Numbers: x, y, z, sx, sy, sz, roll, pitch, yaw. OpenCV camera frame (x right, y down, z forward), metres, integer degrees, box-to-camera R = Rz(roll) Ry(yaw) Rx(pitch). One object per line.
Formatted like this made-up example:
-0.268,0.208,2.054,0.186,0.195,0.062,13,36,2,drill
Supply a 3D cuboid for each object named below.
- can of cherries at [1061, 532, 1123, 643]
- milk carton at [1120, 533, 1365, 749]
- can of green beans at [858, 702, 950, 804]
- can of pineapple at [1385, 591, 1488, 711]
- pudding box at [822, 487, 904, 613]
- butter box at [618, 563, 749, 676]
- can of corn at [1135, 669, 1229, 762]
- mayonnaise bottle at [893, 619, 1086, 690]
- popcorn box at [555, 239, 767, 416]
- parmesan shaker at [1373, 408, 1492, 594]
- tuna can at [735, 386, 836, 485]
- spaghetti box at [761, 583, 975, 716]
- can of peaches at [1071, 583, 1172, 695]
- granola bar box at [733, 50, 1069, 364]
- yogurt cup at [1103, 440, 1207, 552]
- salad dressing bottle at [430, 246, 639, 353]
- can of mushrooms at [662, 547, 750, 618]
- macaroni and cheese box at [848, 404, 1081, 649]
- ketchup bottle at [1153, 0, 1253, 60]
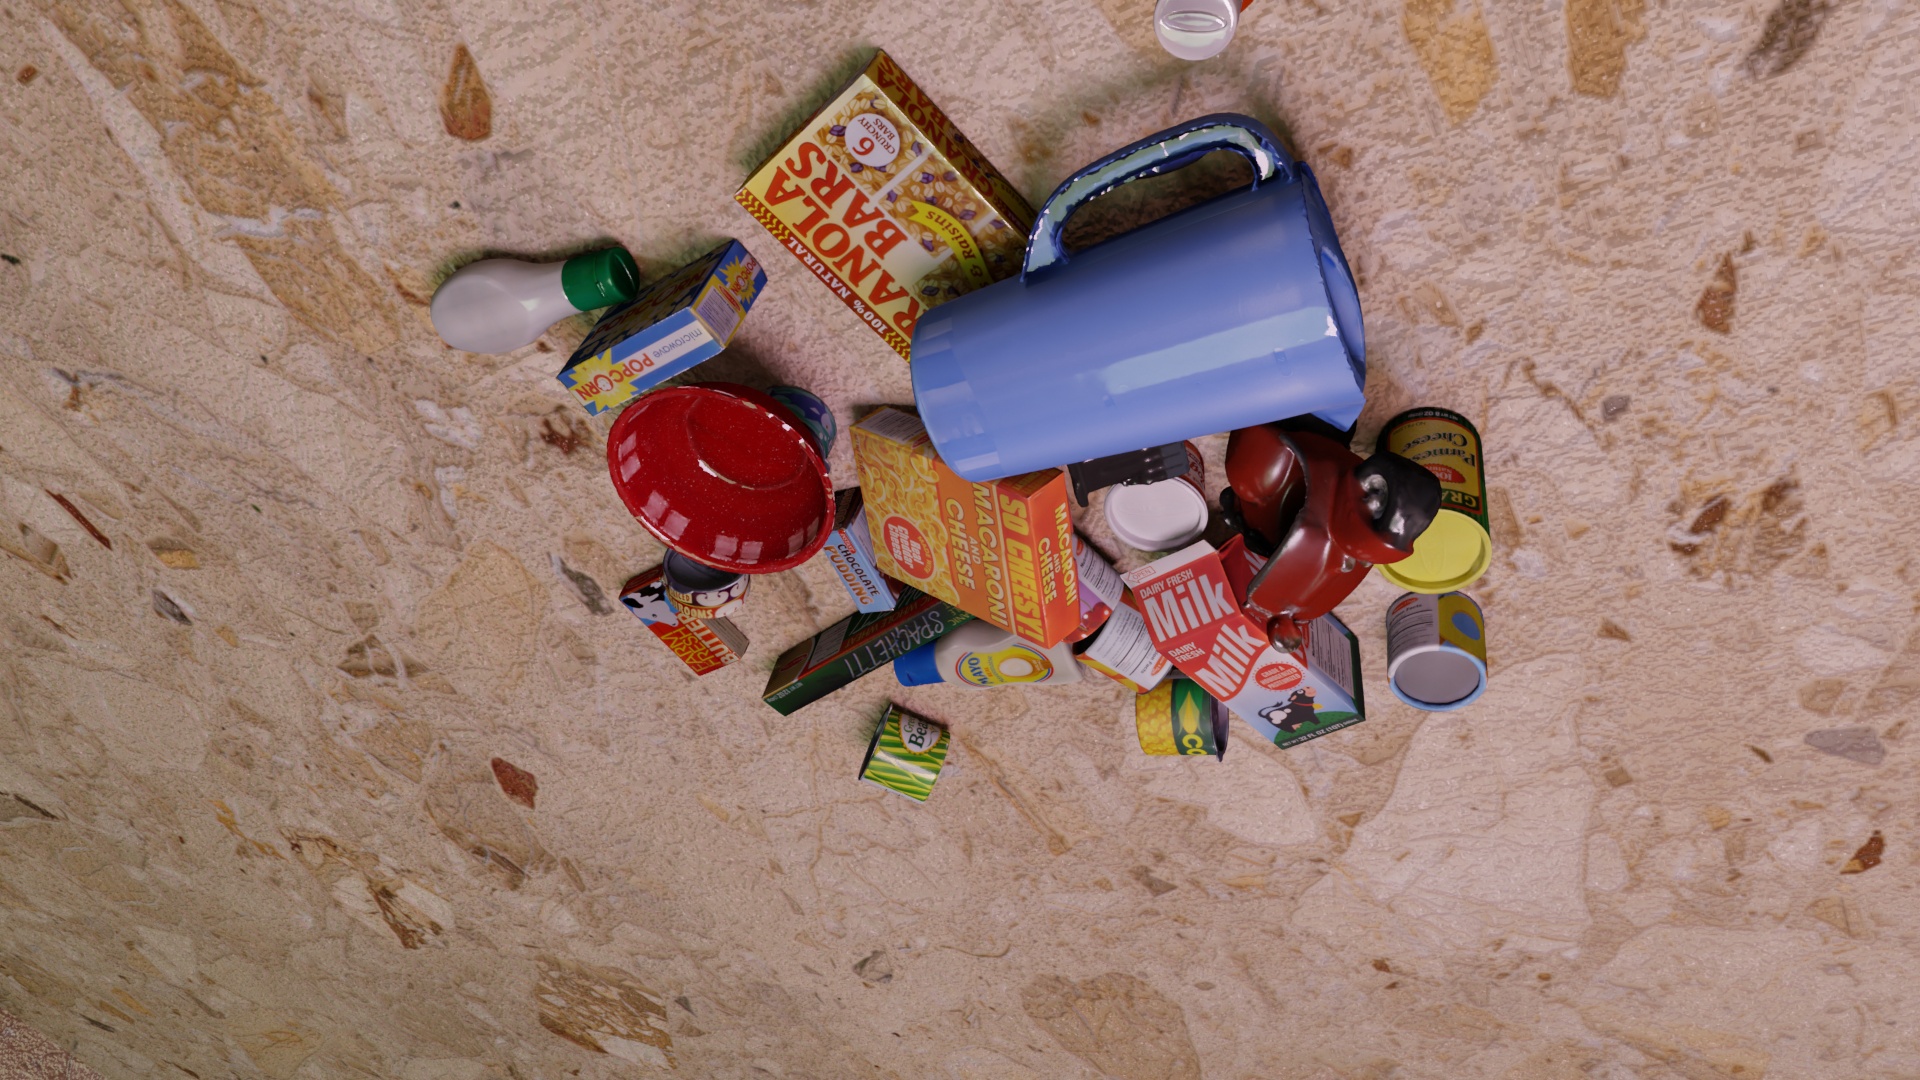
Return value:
0.072,0.032,0.995,0.058,0.072,0.071,40,130,-21,can of cherries
0.196,0.062,0.959,0.072,0.074,0.190,-27,128,35,milk carton
-0.047,0.181,1.165,0.058,0.071,0.071,23,134,-5,can of green beans
0.330,0.077,0.961,0.071,0.058,0.070,8,133,9,can of pineapple
-0.071,0.008,1.029,0.030,0.050,0.083,-10,127,26,pudding box
-0.227,0.066,1.146,0.053,0.024,0.103,-23,121,32,butter box
0.168,0.133,1.052,0.058,0.071,0.071,-4,130,21,can of corn
0.021,0.088,1.078,0.148,0.041,0.064,-10,129,24,mayonnaise bottle
-0.194,-0.139,0.909,0.126,0.085,0.038,-20,123,31,popcorn box
0.285,-0.026,0.851,0.071,0.103,0.071,8,132,9,parmesan shaker
-0.120,-0.073,0.982,0.071,0.033,0.070,9,133,10,tuna can
-0.063,0.072,1.083,0.249,0.050,0.028,-30,119,35,spaghetti box
0.122,0.070,1.016,0.058,0.071,0.071,29,133,-10,can of peaches
-0.035,-0.193,0.843,0.123,0.039,0.165,-32,116,35,granola bar box
0.132,-0.034,0.925,0.072,0.054,0.072,9,133,10,yogurt cup
-0.289,-0.166,0.944,0.147,0.044,0.064,-8,126,22,salad dressing bottle
-0.196,0.028,1.070,0.071,0.071,0.033,12,135,6,can of mushrooms
0.003,-0.012,0.935,0.166,0.040,0.123,23,136,39,macaroni and cheese box
0.117,-0.272,0.649,0.065,0.150,0.043,7,134,11,ketchup bottle
